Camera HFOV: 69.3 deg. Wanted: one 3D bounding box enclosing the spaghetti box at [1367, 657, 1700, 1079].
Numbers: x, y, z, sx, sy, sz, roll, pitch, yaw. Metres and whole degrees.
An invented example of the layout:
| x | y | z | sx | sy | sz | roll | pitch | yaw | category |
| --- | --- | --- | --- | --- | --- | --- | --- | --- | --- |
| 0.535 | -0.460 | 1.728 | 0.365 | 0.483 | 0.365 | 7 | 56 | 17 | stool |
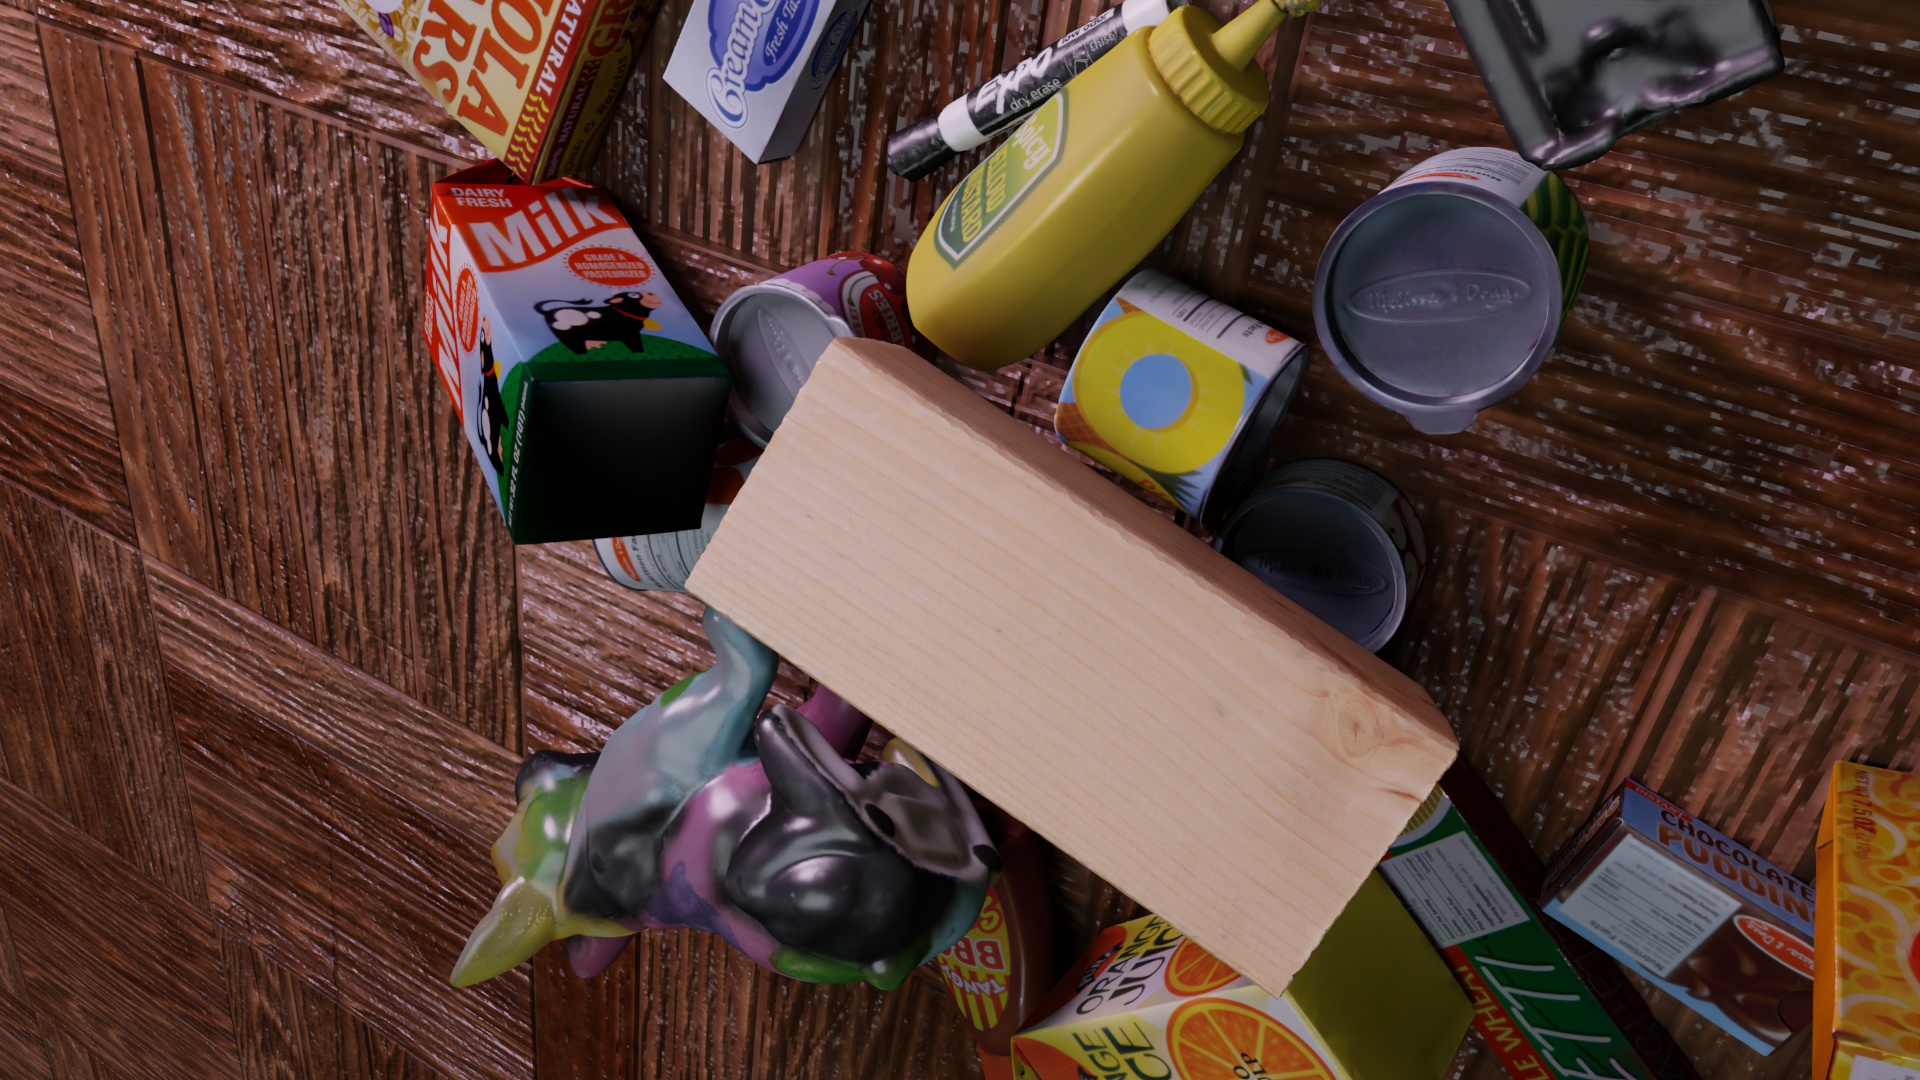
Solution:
| x | y | z | sx | sy | sz | roll | pitch | yaw | category |
| --- | --- | --- | --- | --- | --- | --- | --- | --- | --- |
| 0.202 | 0.155 | 0.495 | 0.050 | 0.029 | 0.250 | -36 | 92 | 39 | spaghetti box |

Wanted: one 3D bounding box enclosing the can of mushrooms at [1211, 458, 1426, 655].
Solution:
| x | y | z | sx | sy | sz | roll | pitch | yaw | category |
| --- | --- | --- | --- | --- | --- | --- | --- | --- | --- |
| 0.121 | 0.009 | 0.471 | 0.071 | 0.033 | 0.070 | 13 | 119 | 26 | can of mushrooms |

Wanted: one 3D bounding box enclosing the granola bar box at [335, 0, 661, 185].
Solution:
| x | y | z | sx | sy | sz | roll | pitch | yaw | category |
| --- | --- | --- | --- | --- | --- | --- | --- | --- | --- |
| -0.168 | -0.239 | 0.526 | 0.124 | 0.039 | 0.164 | 43 | 128 | 6 | granola bar box |

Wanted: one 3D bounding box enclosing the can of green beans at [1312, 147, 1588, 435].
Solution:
| x | y | z | sx | sy | sz | roll | pitch | yaw | category |
| --- | --- | --- | --- | --- | --- | --- | --- | --- | --- |
| 0.142 | -0.076 | 0.400 | 0.071 | 0.058 | 0.071 | 14 | 119 | 26 | can of green beans |

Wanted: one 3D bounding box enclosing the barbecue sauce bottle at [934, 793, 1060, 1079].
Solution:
| x | y | z | sx | sy | sz | roll | pitch | yaw | category |
| --- | --- | --- | --- | --- | --- | --- | --- | --- | --- |
| 0.017 | 0.187 | 0.617 | 0.065 | 0.044 | 0.148 | 5 | 116 | 41 | barbecue sauce bottle |

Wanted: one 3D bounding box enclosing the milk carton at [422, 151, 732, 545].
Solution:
| x | y | z | sx | sy | sz | roll | pitch | yaw | category |
| --- | --- | --- | --- | --- | --- | --- | --- | --- | --- |
| -0.163 | -0.085 | 0.550 | 0.191 | 0.073 | 0.072 | 52 | 136 | 40 | milk carton |

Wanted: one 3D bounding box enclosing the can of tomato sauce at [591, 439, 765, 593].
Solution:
| x | y | z | sx | sy | sz | roll | pitch | yaw | category |
| --- | --- | --- | --- | --- | --- | --- | --- | --- | --- |
| -0.100 | -0.011 | 0.581 | 0.083 | 0.071 | 0.071 | 2 | 114 | 31 | can of tomato sauce |

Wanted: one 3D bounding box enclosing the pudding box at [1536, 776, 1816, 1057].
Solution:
| x | y | z | sx | sy | sz | roll | pitch | yaw | category |
| --- | --- | --- | --- | --- | --- | --- | --- | --- | --- |
| 0.241 | 0.123 | 0.454 | 0.084 | 0.030 | 0.049 | 33 | 125 | 14 | pudding box |

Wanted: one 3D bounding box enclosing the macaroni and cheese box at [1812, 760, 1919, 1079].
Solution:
| x | y | z | sx | sy | sz | roll | pitch | yaw | category |
| --- | --- | --- | --- | --- | --- | --- | --- | --- | --- |
| 0.313 | 0.121 | 0.349 | 0.166 | 0.124 | 0.040 | 9 | 121 | 28 | macaroni and cheese box |

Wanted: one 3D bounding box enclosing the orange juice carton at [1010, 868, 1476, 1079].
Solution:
| x | y | z | sx | sy | sz | roll | pitch | yaw | category |
| --- | --- | --- | --- | --- | --- | --- | --- | --- | --- |
| 0.090 | 0.189 | 0.536 | 0.073 | 0.072 | 0.192 | 54 | 138 | 0 | orange juice carton |

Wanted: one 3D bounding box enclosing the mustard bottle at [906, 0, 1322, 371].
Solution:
| x | y | z | sx | sy | sz | roll | pitch | yaw | category |
| --- | --- | --- | --- | --- | --- | --- | --- | --- | --- |
| 0.046 | -0.118 | 0.433 | 0.049 | 0.065 | 0.159 | 29 | 133 | -28 | mustard bottle |

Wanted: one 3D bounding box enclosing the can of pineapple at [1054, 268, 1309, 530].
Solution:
| x | y | z | sx | sy | sz | roll | pitch | yaw | category |
| --- | --- | --- | --- | --- | --- | --- | --- | --- | --- |
| 0.071 | -0.046 | 0.454 | 0.058 | 0.071 | 0.070 | 31 | 126 | 16 | can of pineapple |

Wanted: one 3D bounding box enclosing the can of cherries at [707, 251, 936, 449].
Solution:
| x | y | z | sx | sy | sz | roll | pitch | yaw | category |
| --- | --- | --- | --- | --- | --- | --- | --- | --- | --- |
| -0.049 | -0.071 | 0.522 | 0.071 | 0.059 | 0.071 | 14 | 119 | 27 | can of cherries |

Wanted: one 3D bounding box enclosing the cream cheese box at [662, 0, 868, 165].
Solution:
| x | y | z | sx | sy | sz | roll | pitch | yaw | category |
| --- | --- | --- | --- | --- | --- | --- | --- | --- | --- |
| -0.064 | -0.192 | 0.494 | 0.053 | 0.024 | 0.103 | 43 | 128 | 9 | cream cheese box |
